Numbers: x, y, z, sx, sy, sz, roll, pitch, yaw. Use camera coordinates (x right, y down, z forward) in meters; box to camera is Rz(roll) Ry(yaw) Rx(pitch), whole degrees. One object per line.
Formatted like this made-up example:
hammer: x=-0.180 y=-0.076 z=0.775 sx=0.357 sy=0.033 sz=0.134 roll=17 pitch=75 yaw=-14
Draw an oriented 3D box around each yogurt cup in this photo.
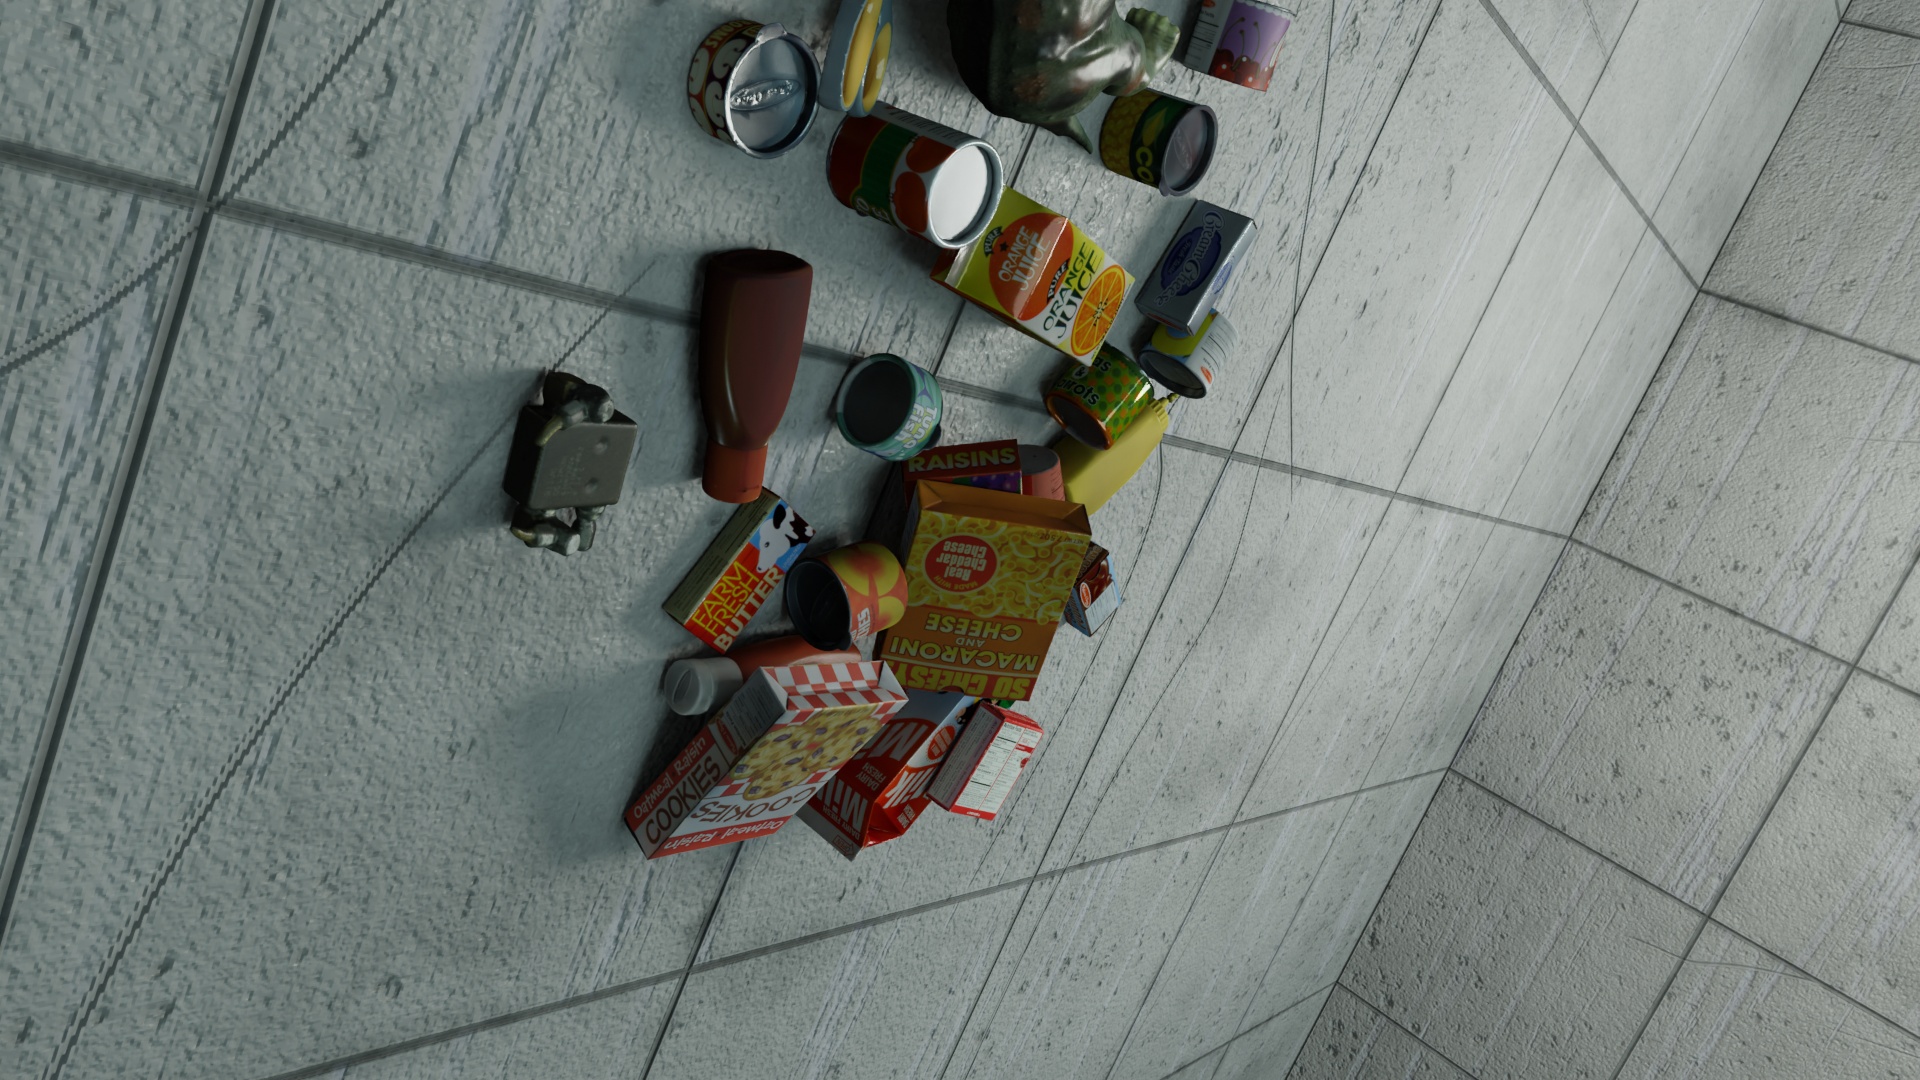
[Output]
yogurt cup: x=0.049 y=-0.040 z=1.076 sx=0.073 sy=0.072 sz=0.053 roll=-28 pitch=128 yaw=-39

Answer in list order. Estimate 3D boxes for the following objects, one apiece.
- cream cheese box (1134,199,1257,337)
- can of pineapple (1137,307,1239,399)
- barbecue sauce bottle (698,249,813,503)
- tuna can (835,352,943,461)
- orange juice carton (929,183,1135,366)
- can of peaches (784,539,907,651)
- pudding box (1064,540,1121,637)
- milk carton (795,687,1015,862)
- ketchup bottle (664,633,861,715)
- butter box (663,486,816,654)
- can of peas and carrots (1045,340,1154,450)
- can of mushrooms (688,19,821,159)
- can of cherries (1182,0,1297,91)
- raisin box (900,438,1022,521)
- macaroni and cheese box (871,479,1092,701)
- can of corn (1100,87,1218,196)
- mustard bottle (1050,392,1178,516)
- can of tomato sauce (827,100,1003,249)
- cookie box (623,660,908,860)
cream cheese box: x=0.192 y=-0.222 z=1.128 sx=0.104 sy=0.053 sz=0.024 roll=-58 pitch=149 yaw=-2
can of pineapple: x=0.189 y=-0.161 z=1.162 sx=0.058 sy=0.071 sz=0.071 roll=-56 pitch=147 yaw=-11
barbecue sauce bottle: x=-0.126 y=-0.094 z=0.818 sx=0.065 sy=0.044 sz=0.147 roll=-18 pitch=130 yaw=-45
tuna can: x=-0.046 y=-0.086 z=0.906 sx=0.033 sy=0.071 sz=0.071 roll=20 pitch=99 yaw=-55
orange juice carton: x=0.044 y=-0.179 z=0.921 sx=0.071 sy=0.073 sz=0.193 roll=-63 pitch=157 yaw=6
can of peaches: x=-0.077 y=0.039 z=0.962 sx=0.058 sy=0.071 sz=0.071 roll=-20 pitch=131 yaw=-46
pudding box: x=0.116 y=0.043 z=1.259 sx=0.050 sy=0.030 sz=0.083 roll=-45 pitch=144 yaw=-19
milk carton: x=-0.046 y=0.161 z=1.098 sx=0.191 sy=0.072 sz=0.073 roll=-47 pitch=146 yaw=-17
ketchup bottle: x=-0.135 y=0.096 z=0.955 sx=0.149 sy=0.043 sz=0.064 roll=2 pitch=122 yaw=-53
butter box: x=-0.143 y=0.019 z=0.902 sx=0.103 sy=0.024 sz=0.053 roll=-54 pitch=146 yaw=-9
can of peas and carrots: x=0.108 y=-0.114 z=1.092 sx=0.059 sy=0.071 sz=0.070 roll=-50 pitch=146 yaw=-13
can of mushrooms: x=-0.108 y=-0.241 z=0.735 sx=0.071 sy=0.033 sz=0.070 roll=-32 pitch=139 yaw=-34
can of cherries: x=0.205 y=-0.366 z=1.018 sx=0.072 sy=0.071 sz=0.058 roll=-10 pitch=124 yaw=-49
raisin box: x=0.004 y=-0.013 z=1.018 sx=0.086 sy=0.040 sz=0.122 roll=-5 pitch=132 yaw=-1
macaroni and cheese box: x=0.011 y=0.041 z=1.005 sx=0.124 sy=0.040 sz=0.165 roll=8 pitch=126 yaw=-12
can of corn: x=0.142 y=-0.288 z=1.006 sx=0.071 sy=0.058 sz=0.070 roll=-33 pitch=139 yaw=-34
mustard bottle: x=0.129 y=-0.080 z=1.161 sx=0.161 sy=0.049 sz=0.065 roll=-40 pitch=143 yaw=-28
can of tomato sauce: x=-0.027 y=-0.213 z=0.818 sx=0.071 sy=0.083 sz=0.070 roll=-32 pitch=138 yaw=-35
cookie box: x=-0.133 y=0.148 z=0.948 sx=0.166 sy=0.040 sz=0.123 roll=-46 pitch=153 yaw=25
